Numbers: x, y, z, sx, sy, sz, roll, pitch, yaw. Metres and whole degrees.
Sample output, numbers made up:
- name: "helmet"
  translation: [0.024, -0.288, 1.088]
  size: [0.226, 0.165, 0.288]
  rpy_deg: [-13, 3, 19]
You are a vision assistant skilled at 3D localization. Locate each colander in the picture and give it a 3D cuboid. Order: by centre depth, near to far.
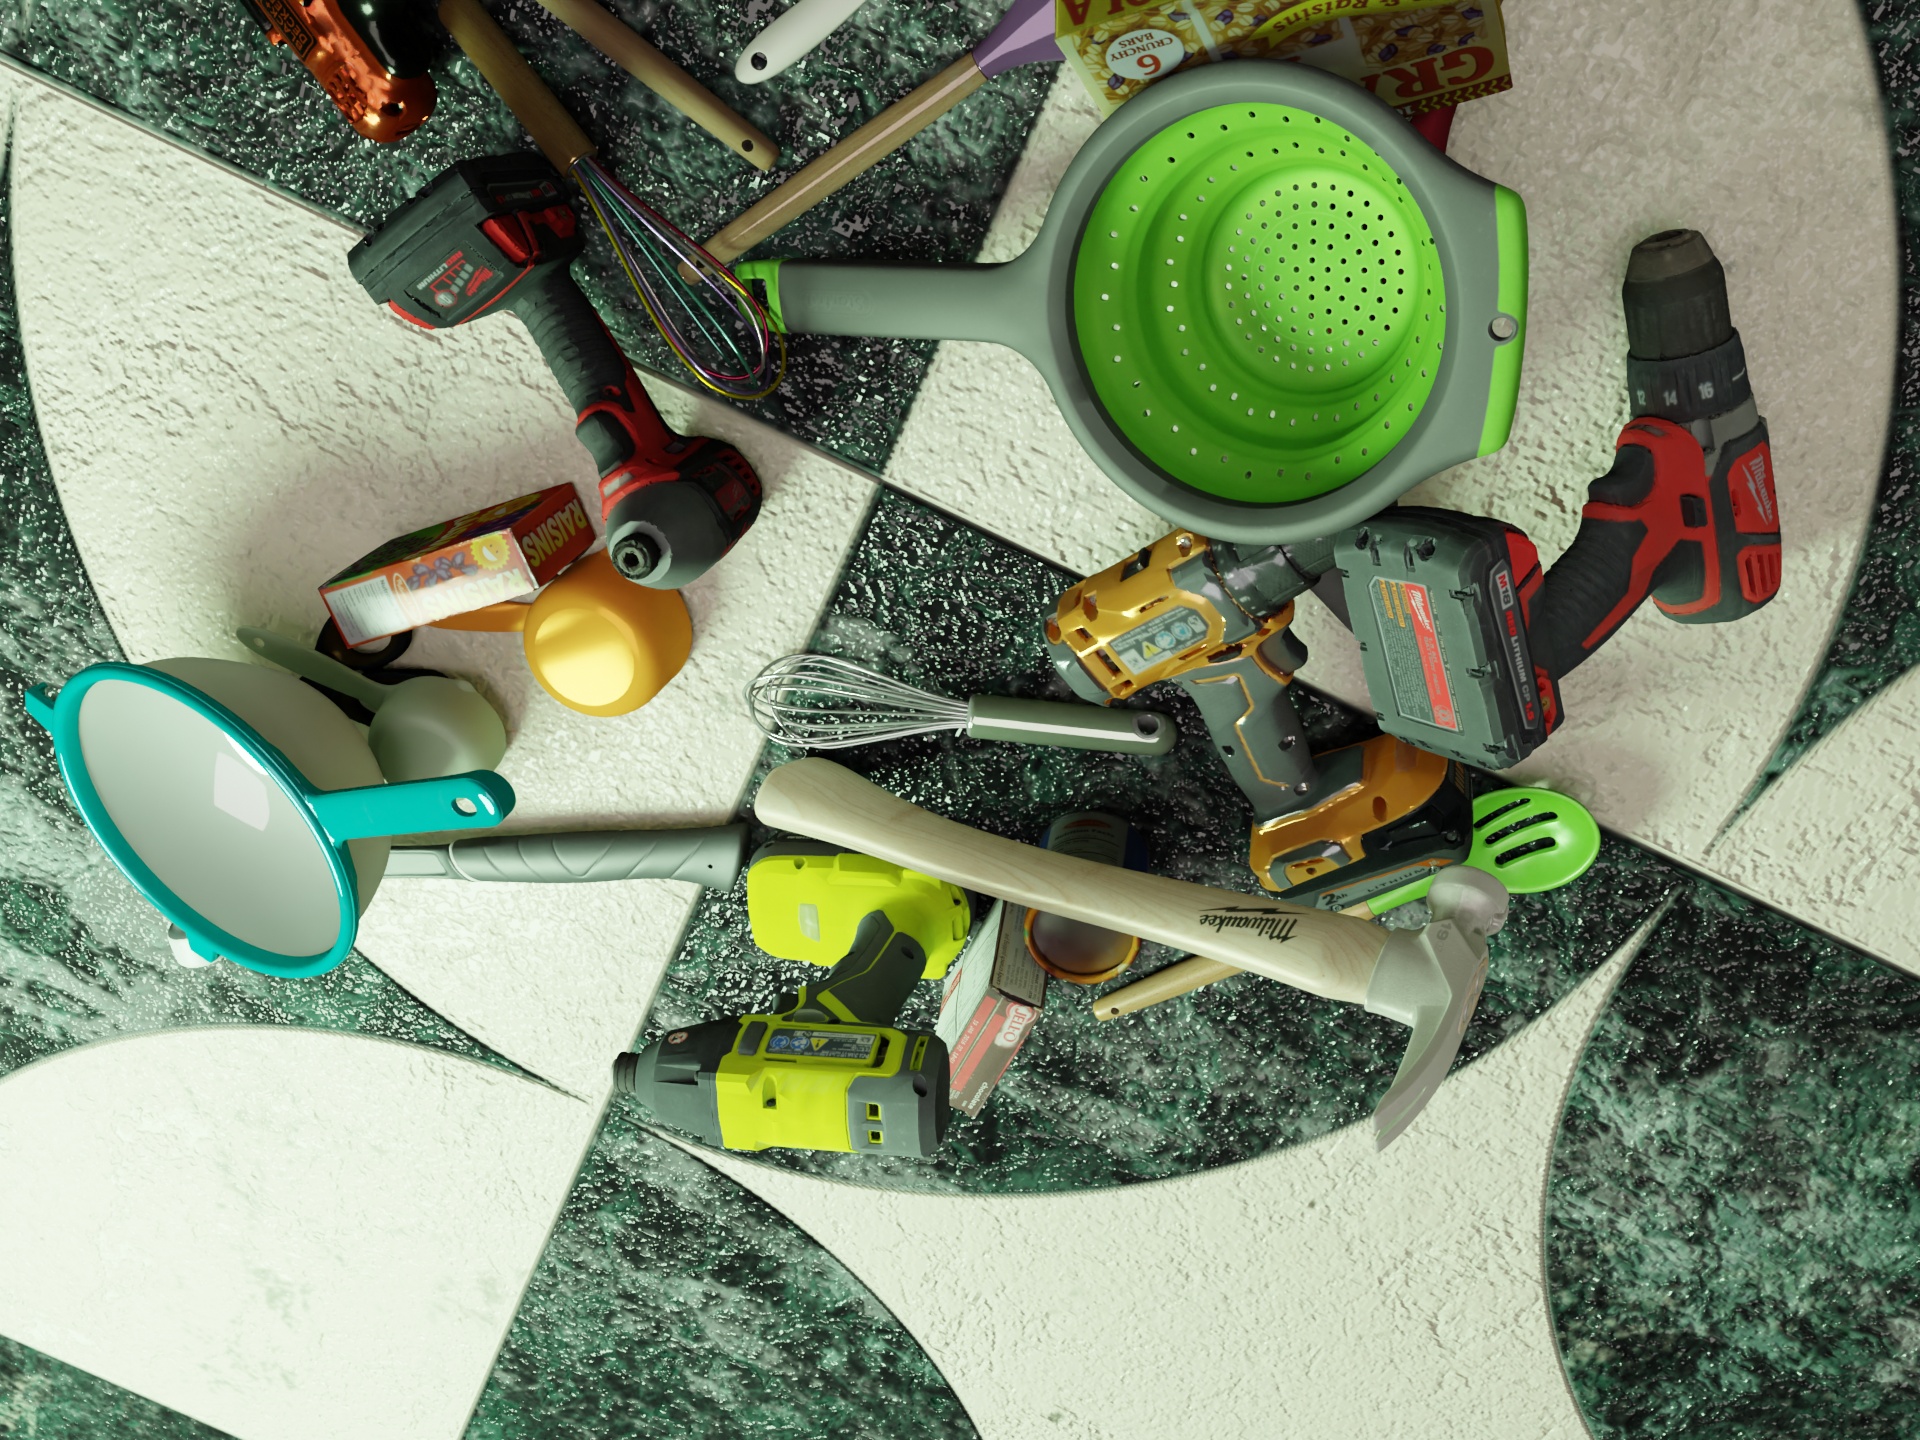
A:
- name: "colander"
  translation: [0.072, -0.203, 0.751]
  size: [0.397, 0.094, 0.204]
  rpy_deg: [11, 119, 29]

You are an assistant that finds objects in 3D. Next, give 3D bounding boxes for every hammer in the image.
- name: "hammer"
  translation: [0.057, 0.093, 0.825]
  size: [0.411, 0.146, 0.038]
  rpy_deg: [13, 141, 30]
- name: "hammer"
  translation: [-0.327, 0.083, 0.997]
  size: [0.409, 0.036, 0.149]
  rpy_deg: [-2, 114, 10]

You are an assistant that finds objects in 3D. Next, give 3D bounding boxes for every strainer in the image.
- name: "strainer"
  translation: [-0.348, 0.033, 0.878]
  size: [0.340, 0.095, 0.210]
  rpy_deg: [-6, 118, 32]

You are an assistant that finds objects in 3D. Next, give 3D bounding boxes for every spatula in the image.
- name: "spatula"
  translation: [-0.010, -0.297, 0.763]
  size: [0.316, 0.018, 0.059]
  rpy_deg: [-28, 109, 20]

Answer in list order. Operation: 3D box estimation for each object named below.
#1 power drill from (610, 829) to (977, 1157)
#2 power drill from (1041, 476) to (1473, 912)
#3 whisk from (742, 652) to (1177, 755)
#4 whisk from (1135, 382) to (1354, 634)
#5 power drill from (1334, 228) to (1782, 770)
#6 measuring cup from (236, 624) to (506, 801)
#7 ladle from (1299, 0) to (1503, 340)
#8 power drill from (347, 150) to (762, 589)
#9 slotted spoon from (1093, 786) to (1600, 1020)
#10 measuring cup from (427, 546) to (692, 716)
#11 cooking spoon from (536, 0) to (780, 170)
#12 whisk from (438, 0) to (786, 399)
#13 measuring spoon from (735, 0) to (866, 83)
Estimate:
- name: "power drill"
  translation: [-0.080, 0.146, 0.876]
  size: [0.171, 0.223, 0.080]
  rpy_deg: [2, 116, 9]
- name: "power drill"
  translation: [0.177, -0.016, 0.807]
  size: [0.185, 0.084, 0.226]
  rpy_deg: [-29, 115, 33]
- name: "whisk"
  translation: [-0.001, -0.003, 0.895]
  size: [0.246, 0.058, 0.059]
  rpy_deg: [6, 151, 4]
- name: "whisk"
  translation: [0.169, -0.090, 0.818]
  size: [0.239, 0.055, 0.055]
  rpy_deg: [38, 116, -13]
- name: "power drill"
  translation: [0.282, -0.100, 0.723]
  size: [0.226, 0.080, 0.187]
  rpy_deg: [-30, 115, -21]
- name: "measuring cup"
  translation: [-0.351, -0.006, 0.933]
  size: [0.167, 0.038, 0.083]
  rpy_deg: [28, 123, -13]
- name: "ladle"
  translation: [0.232, -0.318, 0.707]
  size: [0.069, 0.031, 0.315]
  rpy_deg: [20, 116, 1]
- name: "power drill"
  translation: [-0.190, -0.164, 0.791]
  size: [0.078, 0.143, 0.219]
  rpy_deg: [-31, 105, 19]
- name: "slotted spoon"
  translation: [0.212, 0.113, 0.920]
  size: [0.314, 0.031, 0.070]
  rpy_deg: [-27, 108, 23]
- name: "measuring cup"
  translation: [-0.243, -0.048, 0.905]
  size: [0.173, 0.052, 0.095]
  rpy_deg: [4, 116, 9]
- name: "cooking spoon"
  translation: [-0.219, -0.369, 0.764]
  size: [0.319, 0.017, 0.068]
  rpy_deg: [36, 117, -8]
- name: "whisk"
  translation: [-0.171, -0.259, 0.787]
  size: [0.047, 0.051, 0.245]
  rpy_deg: [-38, 94, 5]
- name: "measuring spoon"
  translation: [-0.060, -0.339, 0.751]
  size: [0.124, 0.018, 0.034]
  rpy_deg: [-29, 108, 22]
